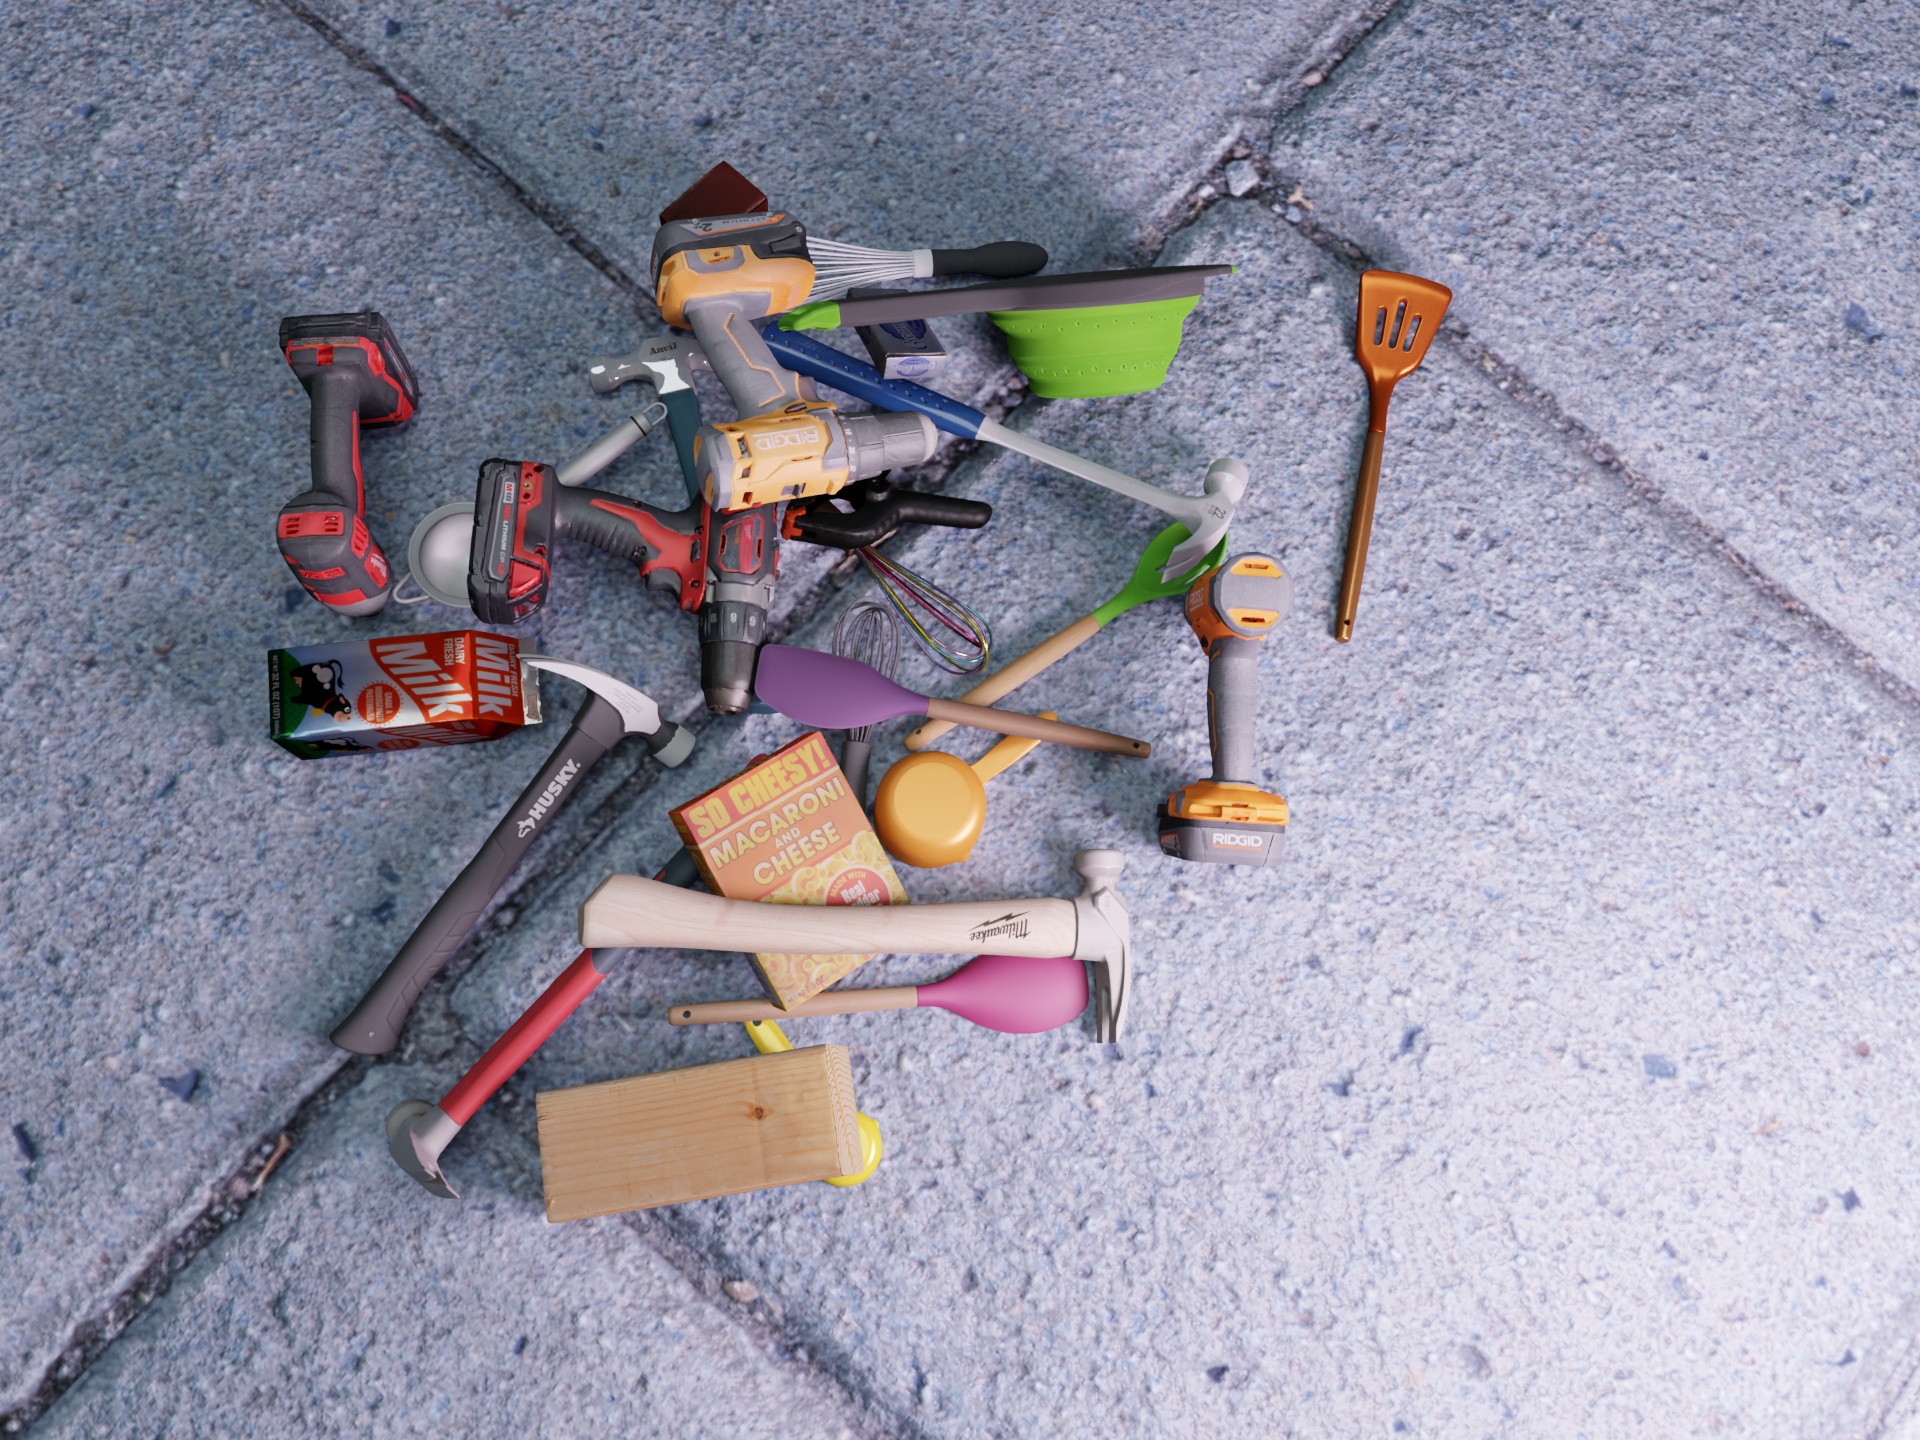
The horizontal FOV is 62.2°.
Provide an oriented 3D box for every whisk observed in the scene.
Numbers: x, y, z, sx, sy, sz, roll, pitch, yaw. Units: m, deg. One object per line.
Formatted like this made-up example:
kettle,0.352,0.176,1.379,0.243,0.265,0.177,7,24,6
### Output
whisk,-0.083,0.019,1.235,0.055,0.055,0.239,6,79,-2
whisk,-0.064,-0.383,1.335,0.284,0.070,0.070,-6,76,-10
whisk,-0.064,-0.128,1.276,0.245,0.047,0.051,44,78,11

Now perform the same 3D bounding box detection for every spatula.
spatula,-0.002,-0.004,1.223,0.315,0.018,0.060,11,72,-13
spatula,0.345,-0.220,1.326,0.081,0.041,0.323,13,76,-1

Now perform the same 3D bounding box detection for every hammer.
hammer,0.025,-0.228,1.275,0.405,0.035,0.144,23,47,6
hammer,-0.351,0.103,1.179,0.146,0.035,0.335,41,81,-29
hammer,-0.200,-0.159,1.280,0.128,0.033,0.331,-16,77,-6
hammer,-0.256,0.173,1.149,0.386,0.143,0.038,-48,111,-18
hammer,-0.065,0.159,1.141,0.410,0.038,0.146,4,76,-22

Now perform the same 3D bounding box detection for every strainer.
strainer,-0.335,-0.170,1.256,0.258,0.050,0.087,-38,87,-6

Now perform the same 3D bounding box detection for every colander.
colander,0.041,-0.294,1.242,0.397,0.205,0.094,-15,110,-31

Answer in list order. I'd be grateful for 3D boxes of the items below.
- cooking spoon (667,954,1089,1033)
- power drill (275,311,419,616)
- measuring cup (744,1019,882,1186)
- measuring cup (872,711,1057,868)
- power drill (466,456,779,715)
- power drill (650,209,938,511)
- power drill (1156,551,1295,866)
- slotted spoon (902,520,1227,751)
cooking spoon,-0.059,0.210,1.198,0.319,0.017,0.069,-3,76,-8
power drill,-0.470,-0.190,1.221,0.078,0.143,0.220,-4,69,-3
measuring cup,-0.115,0.274,1.175,0.062,0.029,0.156,-35,81,-11
measuring cup,0.010,0.042,1.231,0.173,0.052,0.095,-37,81,-11
power drill,-0.251,-0.103,1.200,0.226,0.080,0.188,4,77,-12
power drill,-0.130,-0.275,1.216,0.185,0.084,0.226,-12,73,-20
power drill,0.202,-0.007,1.216,0.084,0.164,0.226,4,88,-3
slotted spoon,0.085,-0.066,1.275,0.314,0.031,0.070,-34,48,-8
